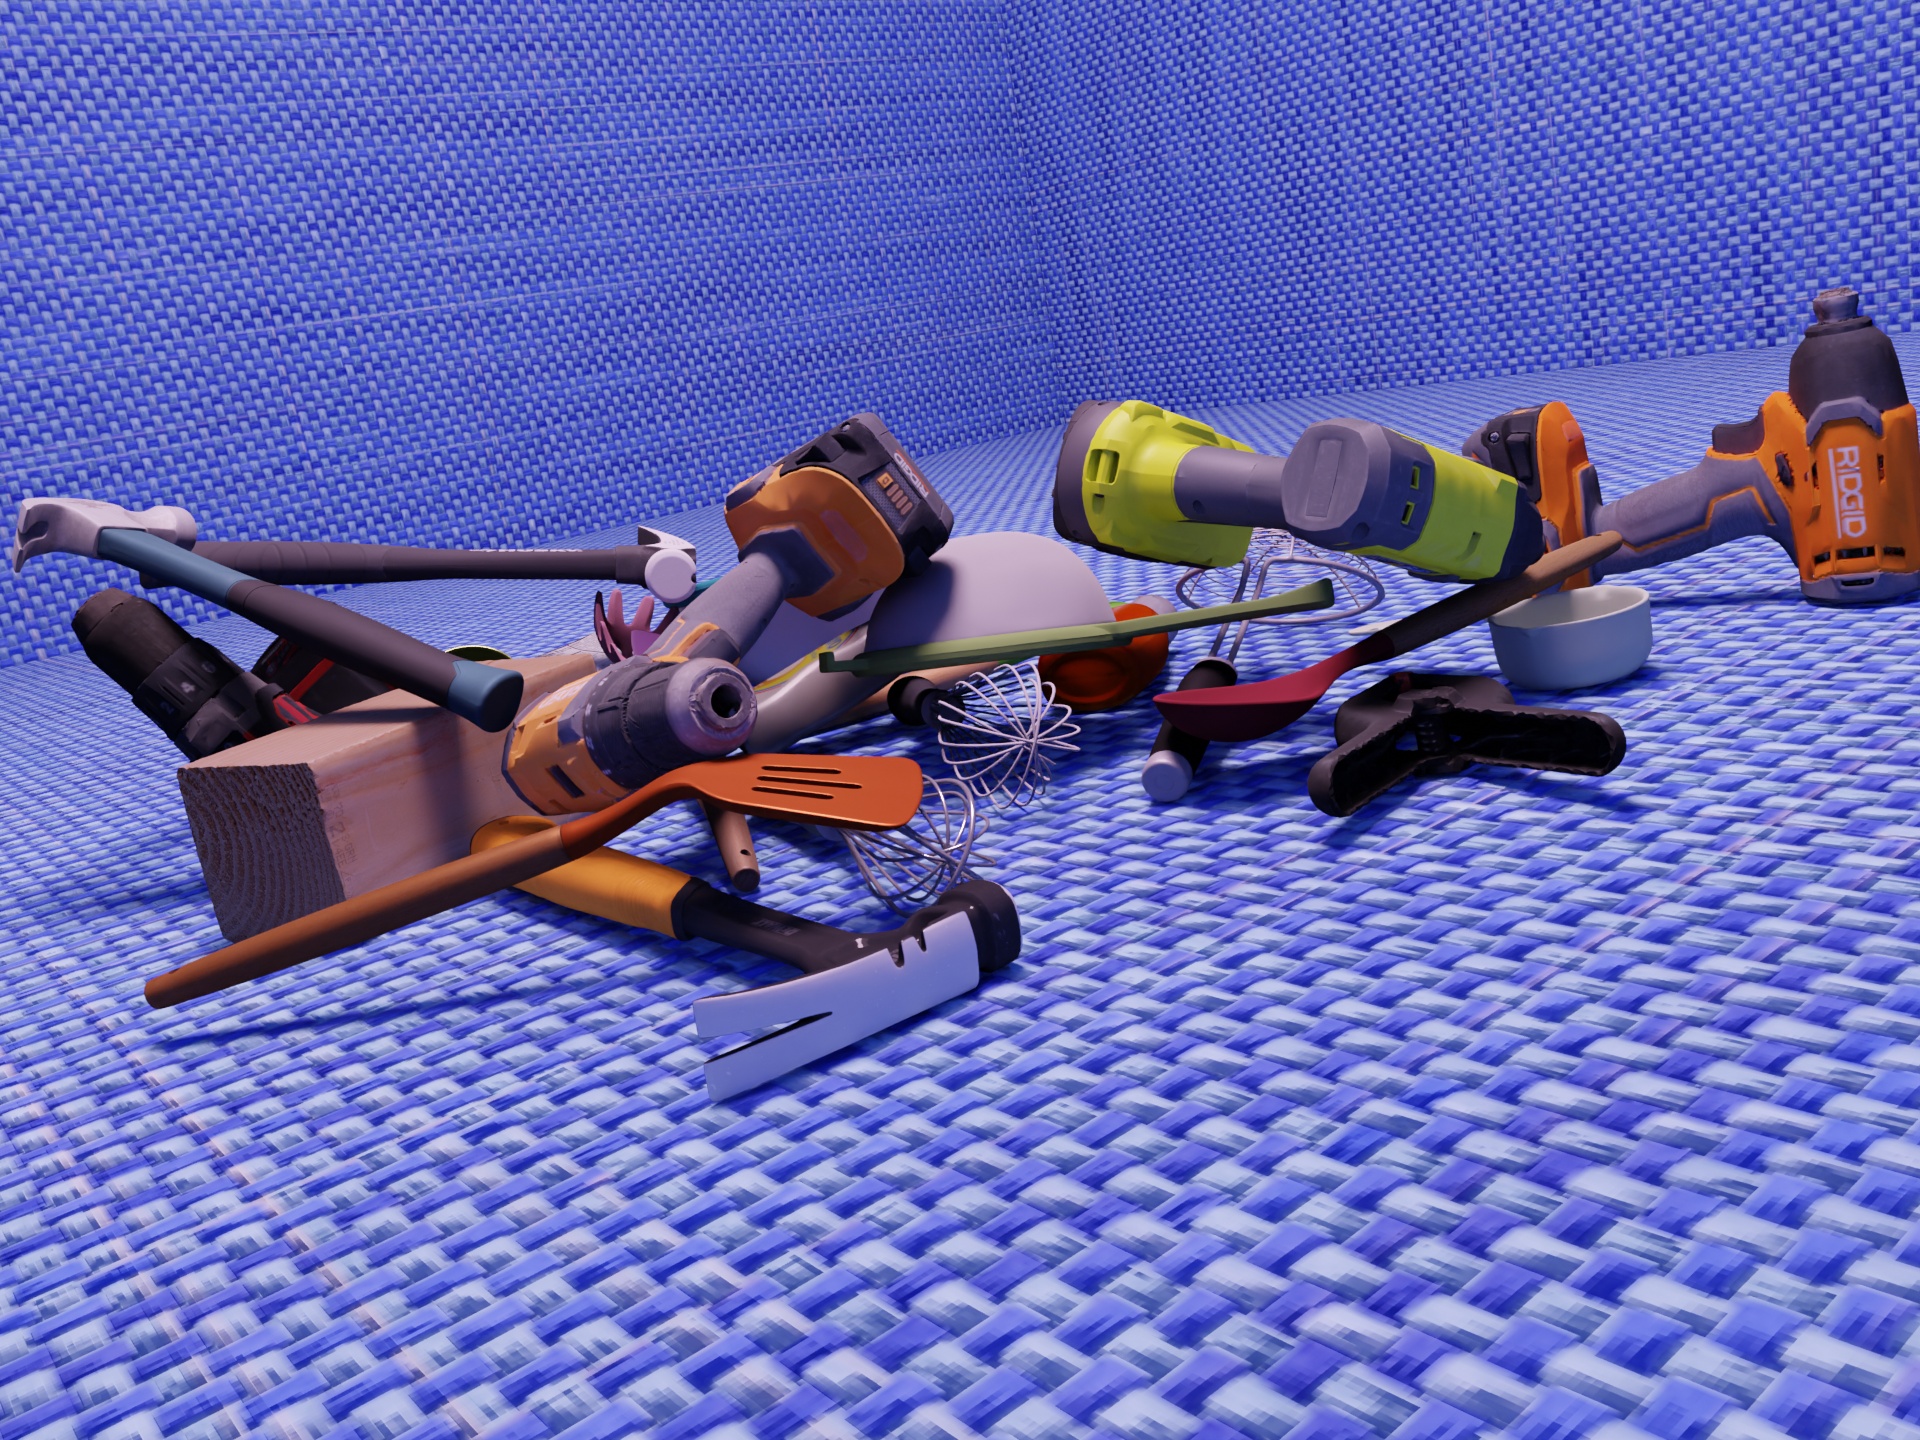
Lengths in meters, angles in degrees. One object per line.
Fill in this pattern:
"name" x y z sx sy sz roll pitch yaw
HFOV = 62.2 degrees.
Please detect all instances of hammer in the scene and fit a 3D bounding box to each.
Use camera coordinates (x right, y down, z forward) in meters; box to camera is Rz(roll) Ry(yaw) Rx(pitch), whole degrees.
"hammer" -0.354 -0.060 0.816 0.331 0.033 0.128 20 11 23
"hammer" -0.129 0.077 0.652 0.127 0.034 0.337 -19 15 -36
"hammer" -0.337 -0.099 0.999 0.334 0.035 0.146 -1 12 -13

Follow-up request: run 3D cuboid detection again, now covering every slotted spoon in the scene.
"slotted spoon" 0.000 -0.031 1.030 0.313 0.031 0.070 -18 18 -25

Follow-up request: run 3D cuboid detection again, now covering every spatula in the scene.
"spatula" -0.134 0.009 0.837 0.059 0.018 0.316 13 18 -21
"spatula" -0.172 0.064 0.625 0.322 0.041 0.081 -20 15 7

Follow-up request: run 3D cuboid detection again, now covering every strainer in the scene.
"strainer" -0.080 -0.068 1.054 0.211 0.095 0.340 -17 9 -12
"strainer" 0.060 -0.070 0.816 0.256 0.069 0.151 -8 1 25

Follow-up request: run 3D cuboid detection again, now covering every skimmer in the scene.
"skimmer" 0.156 -0.025 0.878 0.127 0.090 0.363 0 26 21

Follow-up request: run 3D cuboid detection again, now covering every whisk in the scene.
"whisk" -0.001 -0.004 0.849 0.070 0.070 0.285 -13 8 -13
"whisk" -0.052 0.044 0.718 0.057 0.059 0.246 24 -7 -25

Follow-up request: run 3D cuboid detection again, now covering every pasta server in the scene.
"pasta server" -0.169 -0.011 0.926 0.060 0.040 0.316 11 17 -25

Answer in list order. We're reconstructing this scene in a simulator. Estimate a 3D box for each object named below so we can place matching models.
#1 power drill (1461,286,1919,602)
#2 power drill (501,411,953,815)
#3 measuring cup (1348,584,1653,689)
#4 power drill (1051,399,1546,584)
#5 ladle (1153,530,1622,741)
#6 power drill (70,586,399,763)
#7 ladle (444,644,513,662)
"power drill" 0.408 -0.143 0.893 0.226 0.164 0.084 -3 15 38
"power drill" -0.099 -0.048 0.740 0.226 0.084 0.185 -49 19 -30
"measuring cup" 0.277 -0.039 0.831 0.083 0.038 0.168 -24 13 -39
"power drill" 0.170 -0.110 0.807 0.171 0.080 0.223 8 5 -40
"ladle" 0.223 -0.046 0.777 0.315 0.031 0.069 -22 16 -29
"power drill" -0.401 -0.012 0.932 0.080 0.187 0.227 -46 12 3
"ladle" -0.303 0.001 1.063 0.078 0.062 0.320 -16 17 -24
